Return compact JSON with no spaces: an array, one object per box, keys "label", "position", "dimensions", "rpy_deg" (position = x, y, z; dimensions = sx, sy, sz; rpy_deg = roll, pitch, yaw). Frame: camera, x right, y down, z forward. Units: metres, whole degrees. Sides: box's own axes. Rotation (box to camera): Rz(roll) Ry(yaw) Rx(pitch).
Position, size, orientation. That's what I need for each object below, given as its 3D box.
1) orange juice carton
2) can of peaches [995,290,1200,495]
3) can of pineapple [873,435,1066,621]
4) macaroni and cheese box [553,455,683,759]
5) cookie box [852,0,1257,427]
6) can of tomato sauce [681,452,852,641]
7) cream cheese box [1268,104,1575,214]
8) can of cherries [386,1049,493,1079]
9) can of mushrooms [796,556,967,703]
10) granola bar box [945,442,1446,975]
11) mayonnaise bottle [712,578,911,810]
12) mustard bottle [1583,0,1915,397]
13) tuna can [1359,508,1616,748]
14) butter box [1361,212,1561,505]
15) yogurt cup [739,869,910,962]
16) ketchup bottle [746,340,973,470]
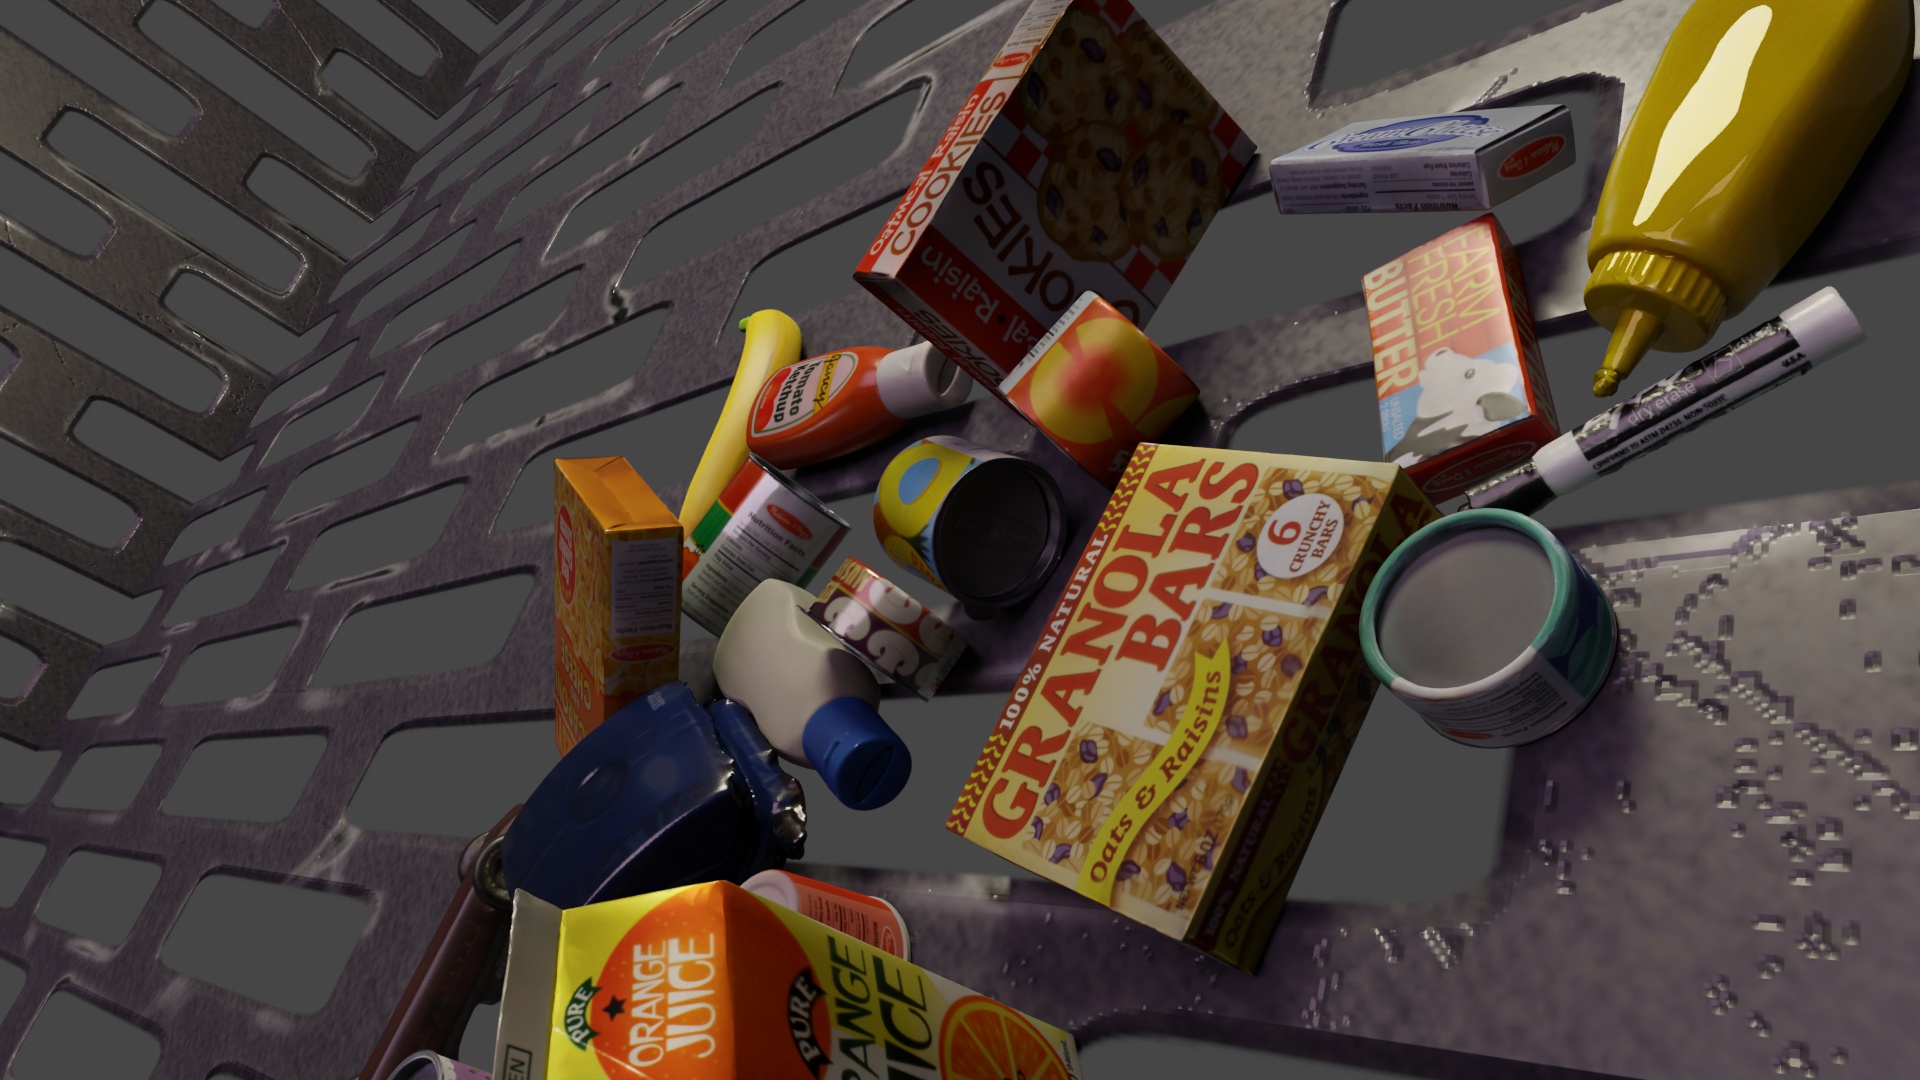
[{"label":"orange juice carton","position":[-0.047,0.160,0.392],"dimensions":[0.073,0.192,0.072],"rpy_deg":[-39,36,22]},{"label":"can of peaches","position":[0.060,-0.062,0.586],"dimensions":[0.058,0.071,0.071],"rpy_deg":[-48,33,7]},{"label":"can of pineapple","position":[0.002,-0.008,0.603],"dimensions":[0.071,0.071,0.058],"rpy_deg":[-57,33,-6]},{"label":"macaroni and cheese box","position":[-0.177,0.053,0.709],"dimensions":[0.124,0.040,0.165],"rpy_deg":[36,125,58]},{"label":"cookie box","position":[0.046,-0.150,0.629],"dimensions":[0.167,0.123,0.040],"rpy_deg":[-58,32,-8]},{"label":"can of tomato sauce","position":[-0.108,0.007,0.724],"dimensions":[0.083,0.071,0.071],"rpy_deg":[-53,33,1]},{"label":"cream cheese box","position":[0.175,-0.146,0.538],"dimensions":[0.053,0.024,0.104],"rpy_deg":[-28,24,-25]},{"label":"can of cherries","position":[-0.232,0.276,0.632],"dimensions":[0.071,0.058,0.072],"rpy_deg":[-31,38,28]},{"label":"can of mushrooms","position":[-0.033,0.037,0.601],"dimensions":[0.033,0.071,0.071],"rpy_deg":[-54,33,-4]},{"label":"granola bar box","position":[0.079,0.048,0.482],"dimensions":[0.124,0.039,0.166],"rpy_deg":[10,68,53]},{"label":"mayonnaise bottle","position":[-0.068,0.072,0.639],"dimensions":[0.064,0.041,0.148],"rpy_deg":[-58,34,5]},{"label":"mustard bottle","position":[0.234,-0.109,0.431],"dimensions":[0.160,0.048,0.065],"rpy_deg":[-58,33,-7]},{"label":"tuna can","position":[0.156,0.023,0.416],"dimensions":[0.071,0.033,0.071],"rpy_deg":[-31,40,30]},{"label":"butter box","position":[0.173,-0.064,0.485],"dimensions":[0.053,0.024,0.104],"rpy_deg":[-25,42,35]},{"label":"yogurt cup","position":[-0.061,0.162,0.534],"dimensions":[0.072,0.054,0.073],"rpy_deg":[-31,40,30]},{"label":"ketchup bottle","position":[-0.055,-0.078,0.759],"dimensions":[0.148,0.043,0.065],"rpy_deg":[-8,53,46]}]
